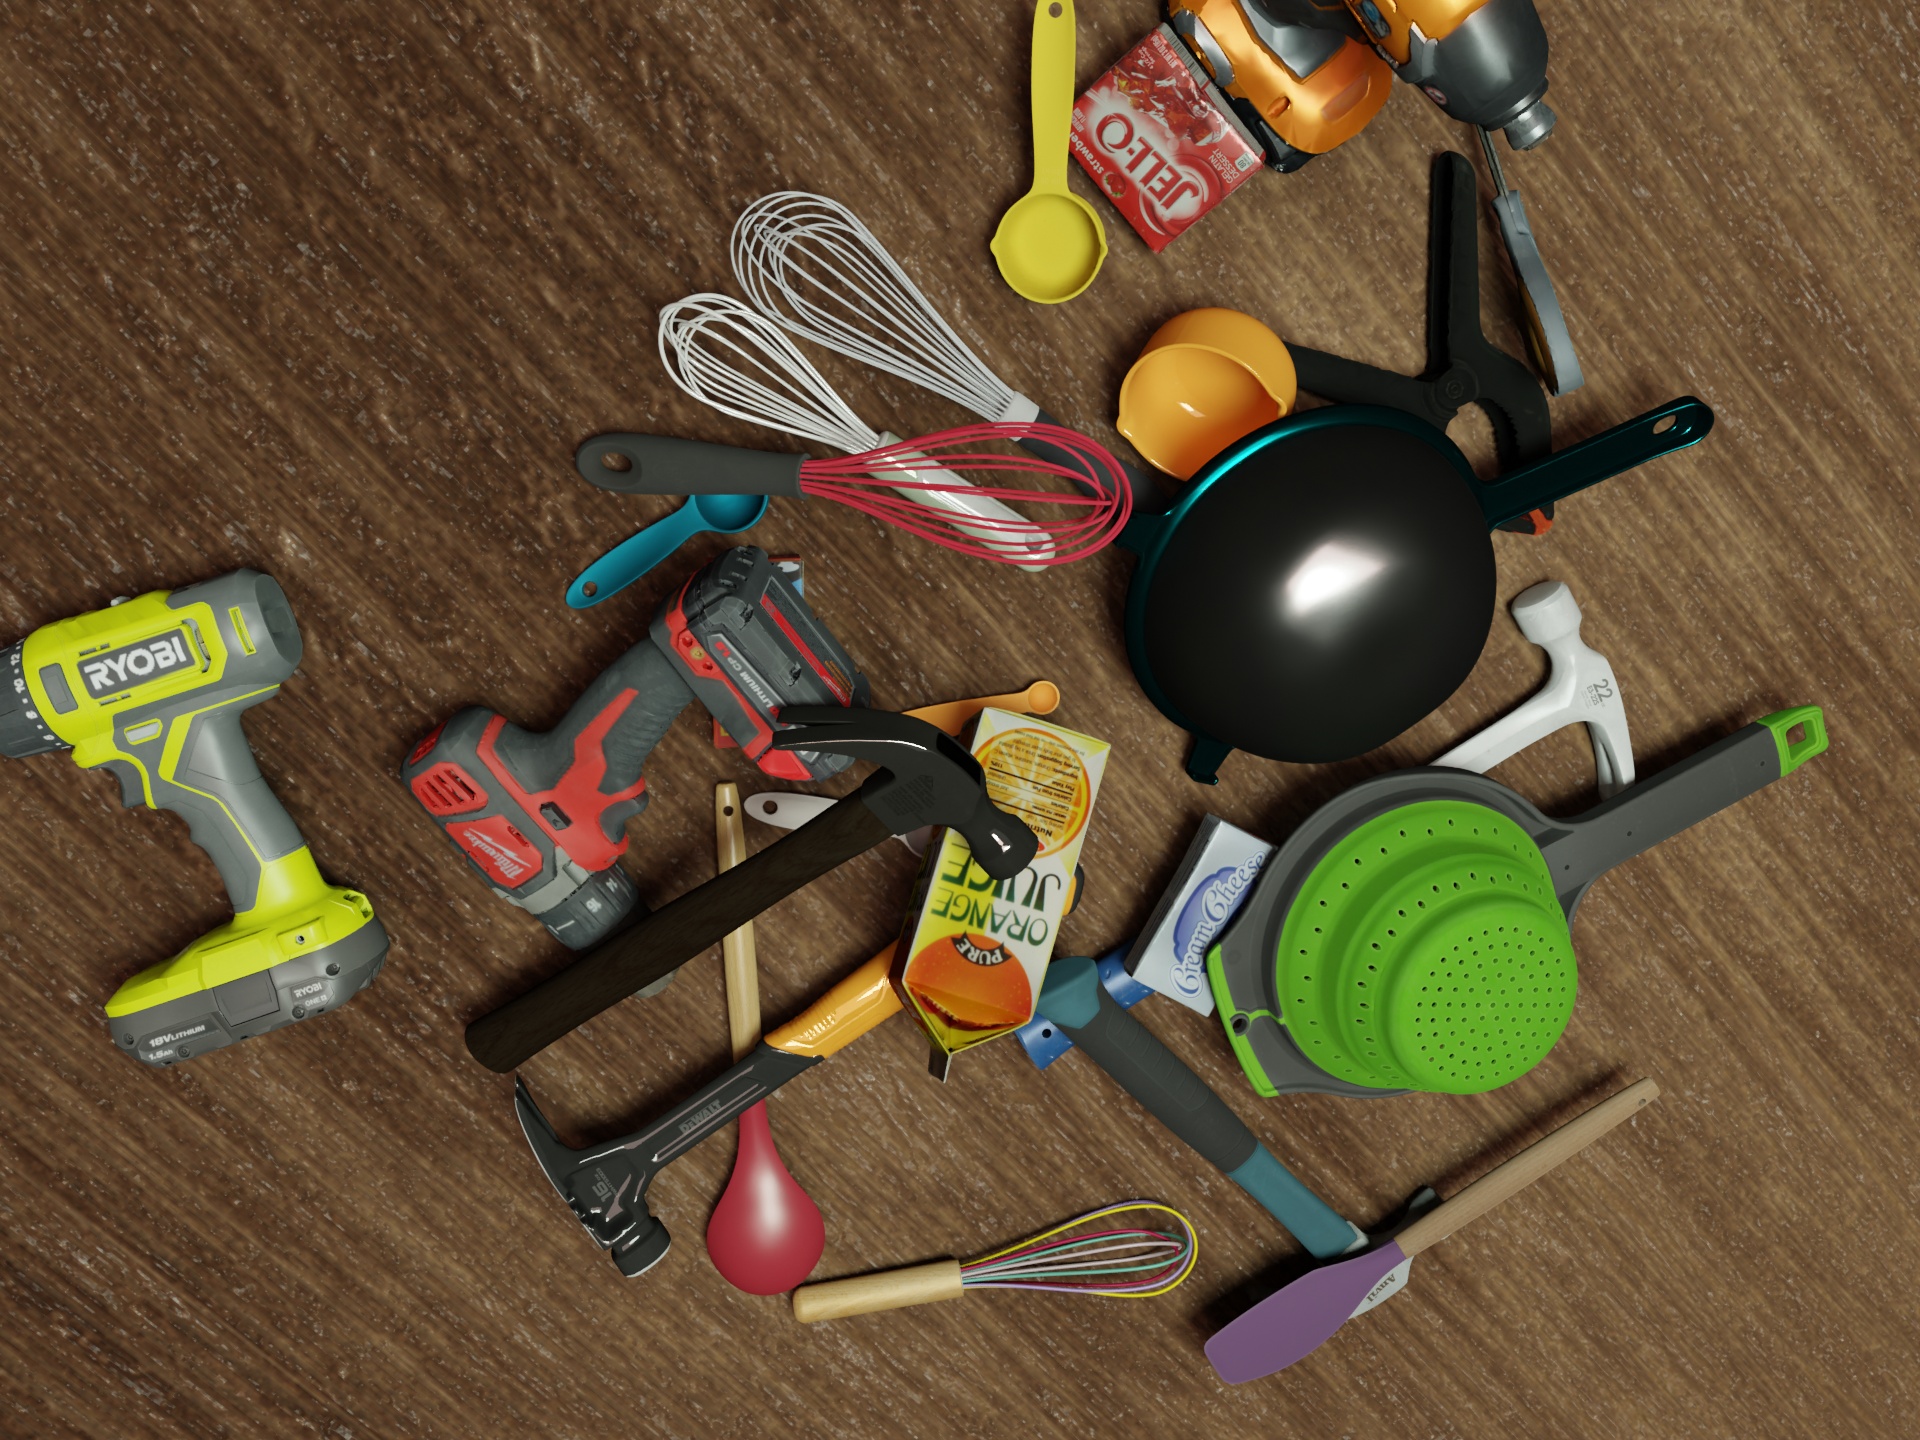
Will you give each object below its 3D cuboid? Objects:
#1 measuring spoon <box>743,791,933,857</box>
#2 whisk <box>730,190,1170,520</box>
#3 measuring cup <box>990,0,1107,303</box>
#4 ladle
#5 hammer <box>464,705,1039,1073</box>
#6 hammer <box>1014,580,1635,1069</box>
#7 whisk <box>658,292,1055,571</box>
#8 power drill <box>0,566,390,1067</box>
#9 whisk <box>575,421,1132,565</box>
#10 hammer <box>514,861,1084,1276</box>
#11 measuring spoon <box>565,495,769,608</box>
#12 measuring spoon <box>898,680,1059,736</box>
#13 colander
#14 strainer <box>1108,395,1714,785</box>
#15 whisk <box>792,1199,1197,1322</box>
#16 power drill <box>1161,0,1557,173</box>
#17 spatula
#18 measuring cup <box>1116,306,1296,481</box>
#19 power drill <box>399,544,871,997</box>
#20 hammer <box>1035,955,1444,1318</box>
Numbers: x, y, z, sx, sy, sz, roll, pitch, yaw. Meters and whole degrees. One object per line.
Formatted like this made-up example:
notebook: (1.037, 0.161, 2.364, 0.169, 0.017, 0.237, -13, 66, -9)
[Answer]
measuring spoon: (-0.060, 0.054, 0.899, 0.124, 0.018, 0.034, 8, 100, -3)
whisk: (0.003, -0.179, 0.842, 0.284, 0.070, 0.070, 33, 95, -18)
measuring cup: (0.049, -0.296, 0.819, 0.062, 0.029, 0.156, 5, 112, 12)
ladle: (-0.120, 0.189, 0.910, 0.069, 0.031, 0.315, -5, 100, -9)
hammer: (-0.130, 0.097, 0.808, 0.331, 0.031, 0.130, -32, 117, 21)
hammer: (0.211, 0.084, 0.930, 0.405, 0.035, 0.144, -32, 103, -1)
whisk: (-0.051, -0.148, 0.843, 0.246, 0.059, 0.058, 30, 68, -17)
power drill: (-0.412, 0.053, 0.816, 0.190, 0.080, 0.228, -19, 100, -4)
whisk: (-0.060, -0.121, 0.801, 0.296, 0.073, 0.073, 7, 101, 15)
hammer: (-0.079, 0.163, 0.886, 0.337, 0.034, 0.127, -33, 104, -8)
measuring spoon: (-0.157, -0.097, 0.855, 0.128, 0.021, 0.042, -32, 85, 8)
measuring spoon: (-0.001, -0.003, 0.898, 0.117, 0.011, 0.021, -13, 106, -2)
colander: (0.336, 0.098, 0.875, 0.397, 0.095, 0.204, -26, 111, -7)
strainer: (0.257, -0.077, 0.832, 0.340, 0.095, 0.210, -24, 129, 0)
whisk: (0.022, 0.333, 0.950, 0.245, 0.051, 0.047, -9, 108, -3)
power drill: (0.187, -0.326, 0.747, 0.084, 0.226, 0.164, -41, 104, 1)
spatula: (0.287, 0.306, 0.958, 0.316, 0.018, 0.059, -33, 116, -1)
measuring cup: (0.150, -0.145, 0.867, 0.095, 0.052, 0.173, -2, 135, 33)
power drill: (-0.154, 0.036, 0.831, 0.226, 0.080, 0.187, -32, 110, 16)
hammer: (0.156, 0.246, 0.934, 0.128, 0.033, 0.330, -44, 112, 3)
